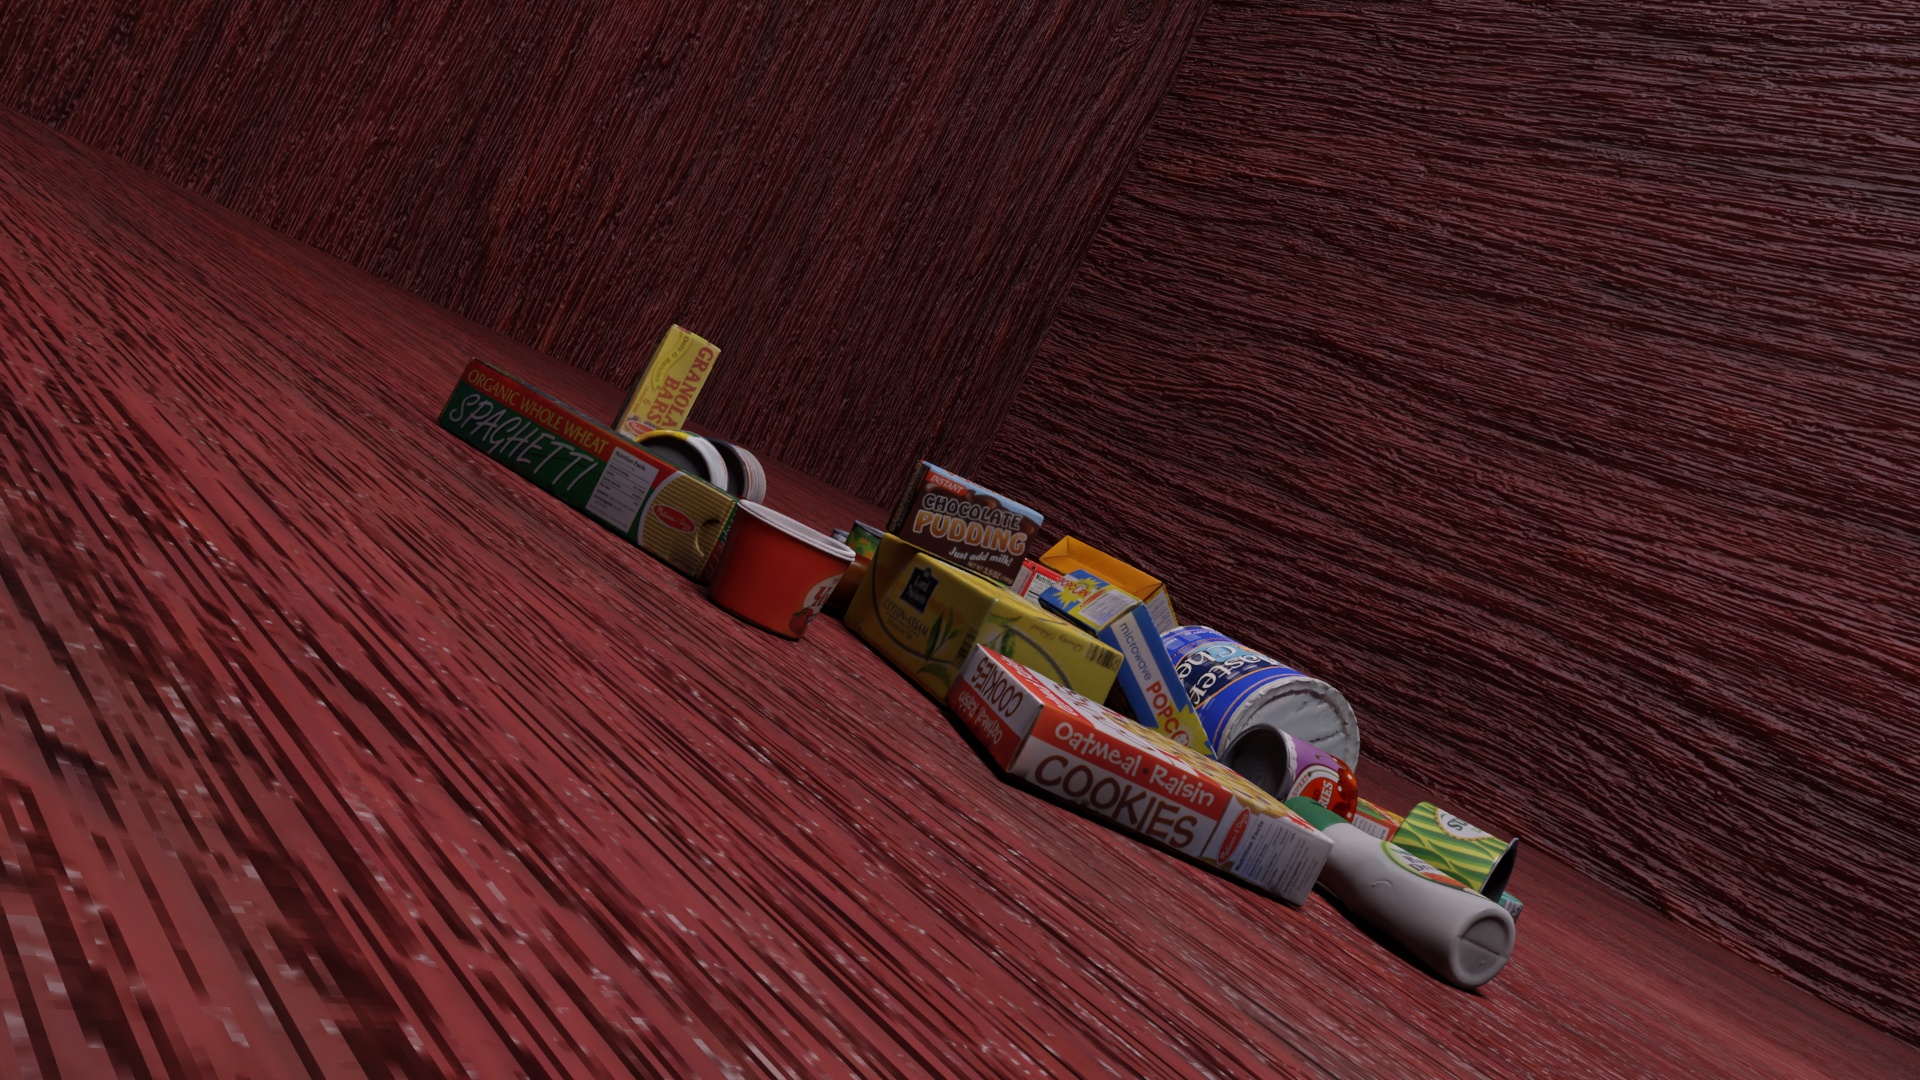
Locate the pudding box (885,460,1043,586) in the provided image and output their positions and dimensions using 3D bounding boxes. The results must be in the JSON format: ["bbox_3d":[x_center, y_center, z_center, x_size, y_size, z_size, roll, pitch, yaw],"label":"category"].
[{"bbox_3d":[0.003,-0.011,0.848,0.084,0.049,0.030,24,3,-23],"label":"pudding box"}]

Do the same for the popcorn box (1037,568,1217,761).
[{"bbox_3d":[0.104,0.086,0.870,0.126,0.038,0.085,63,-14,-21],"label":"popcorn box"}]

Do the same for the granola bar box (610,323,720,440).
[{"bbox_3d":[-0.218,-0.089,0.977,0.039,0.124,0.165,28,1,-16],"label":"granola bar box"}]

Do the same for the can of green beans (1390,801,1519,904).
[{"bbox_3d":[0.289,0.198,0.830,0.058,0.071,0.071,27,1,34],"label":"can of green beans"}]

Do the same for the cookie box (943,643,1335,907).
[{"bbox_3d":[0.083,0.115,0.694,0.167,0.040,0.123,27,1,-16],"label":"cookie box"}]

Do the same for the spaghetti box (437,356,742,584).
[{"bbox_3d":[-0.221,-0.046,0.826,0.250,0.050,0.028,27,-1,31],"label":"spaghetti box"}]

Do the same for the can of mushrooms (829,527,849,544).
[{"bbox_3d":[-0.089,0.018,1.238,0.071,0.033,0.071,26,1,0],"label":"can of mushrooms"}]

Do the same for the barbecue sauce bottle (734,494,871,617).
[{"bbox_3d":[-0.091,0.021,0.909,0.148,0.043,0.065,27,1,-16],"label":"barbecue sauce bottle"}]

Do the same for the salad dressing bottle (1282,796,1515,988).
[{"bbox_3d":[0.220,0.179,0.729,0.064,0.044,0.148,27,1,-28],"label":"salad dressing bottle"}]

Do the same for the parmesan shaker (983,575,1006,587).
[{"bbox_3d":[0.051,0.072,1.180,0.103,0.071,0.071,27,1,-6],"label":"parmesan shaker"}]

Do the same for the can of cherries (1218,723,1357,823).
[{"bbox_3d":[0.196,0.152,0.833,0.058,0.071,0.071,27,1,-22],"label":"can of cherries"}]

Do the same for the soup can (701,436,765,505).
[{"bbox_3d":[-0.188,-0.042,1.047,0.071,0.071,0.084,26,0,1],"label":"soup can"}]

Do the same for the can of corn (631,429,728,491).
[{"bbox_3d":[-0.184,-0.035,0.869,0.071,0.071,0.058,26,1,-4],"label":"can of corn"}]

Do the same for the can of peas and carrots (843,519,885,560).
[{"bbox_3d":[-0.057,0.026,0.979,0.071,0.058,0.071,26,2,-1],"label":"can of peas and carrots"}]

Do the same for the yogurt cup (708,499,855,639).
[{"bbox_3d":[-0.096,0.016,0.729,0.072,0.054,0.072,26,1,0],"label":"yogurt cup"}]

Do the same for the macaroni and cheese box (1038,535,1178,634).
[{"bbox_3d":[0.143,0.086,1.217,0.124,0.040,0.165,29,-29,48],"label":"macaroni and cheese box"}]

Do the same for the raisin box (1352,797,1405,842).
[{"bbox_3d":[0.294,0.212,0.984,0.123,0.040,0.086,25,1,-11],"label":"raisin box"}]

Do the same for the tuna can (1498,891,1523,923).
[{"bbox_3d":[0.326,0.233,0.893,0.071,0.033,0.071,26,1,0],"label":"tuna can"}]
